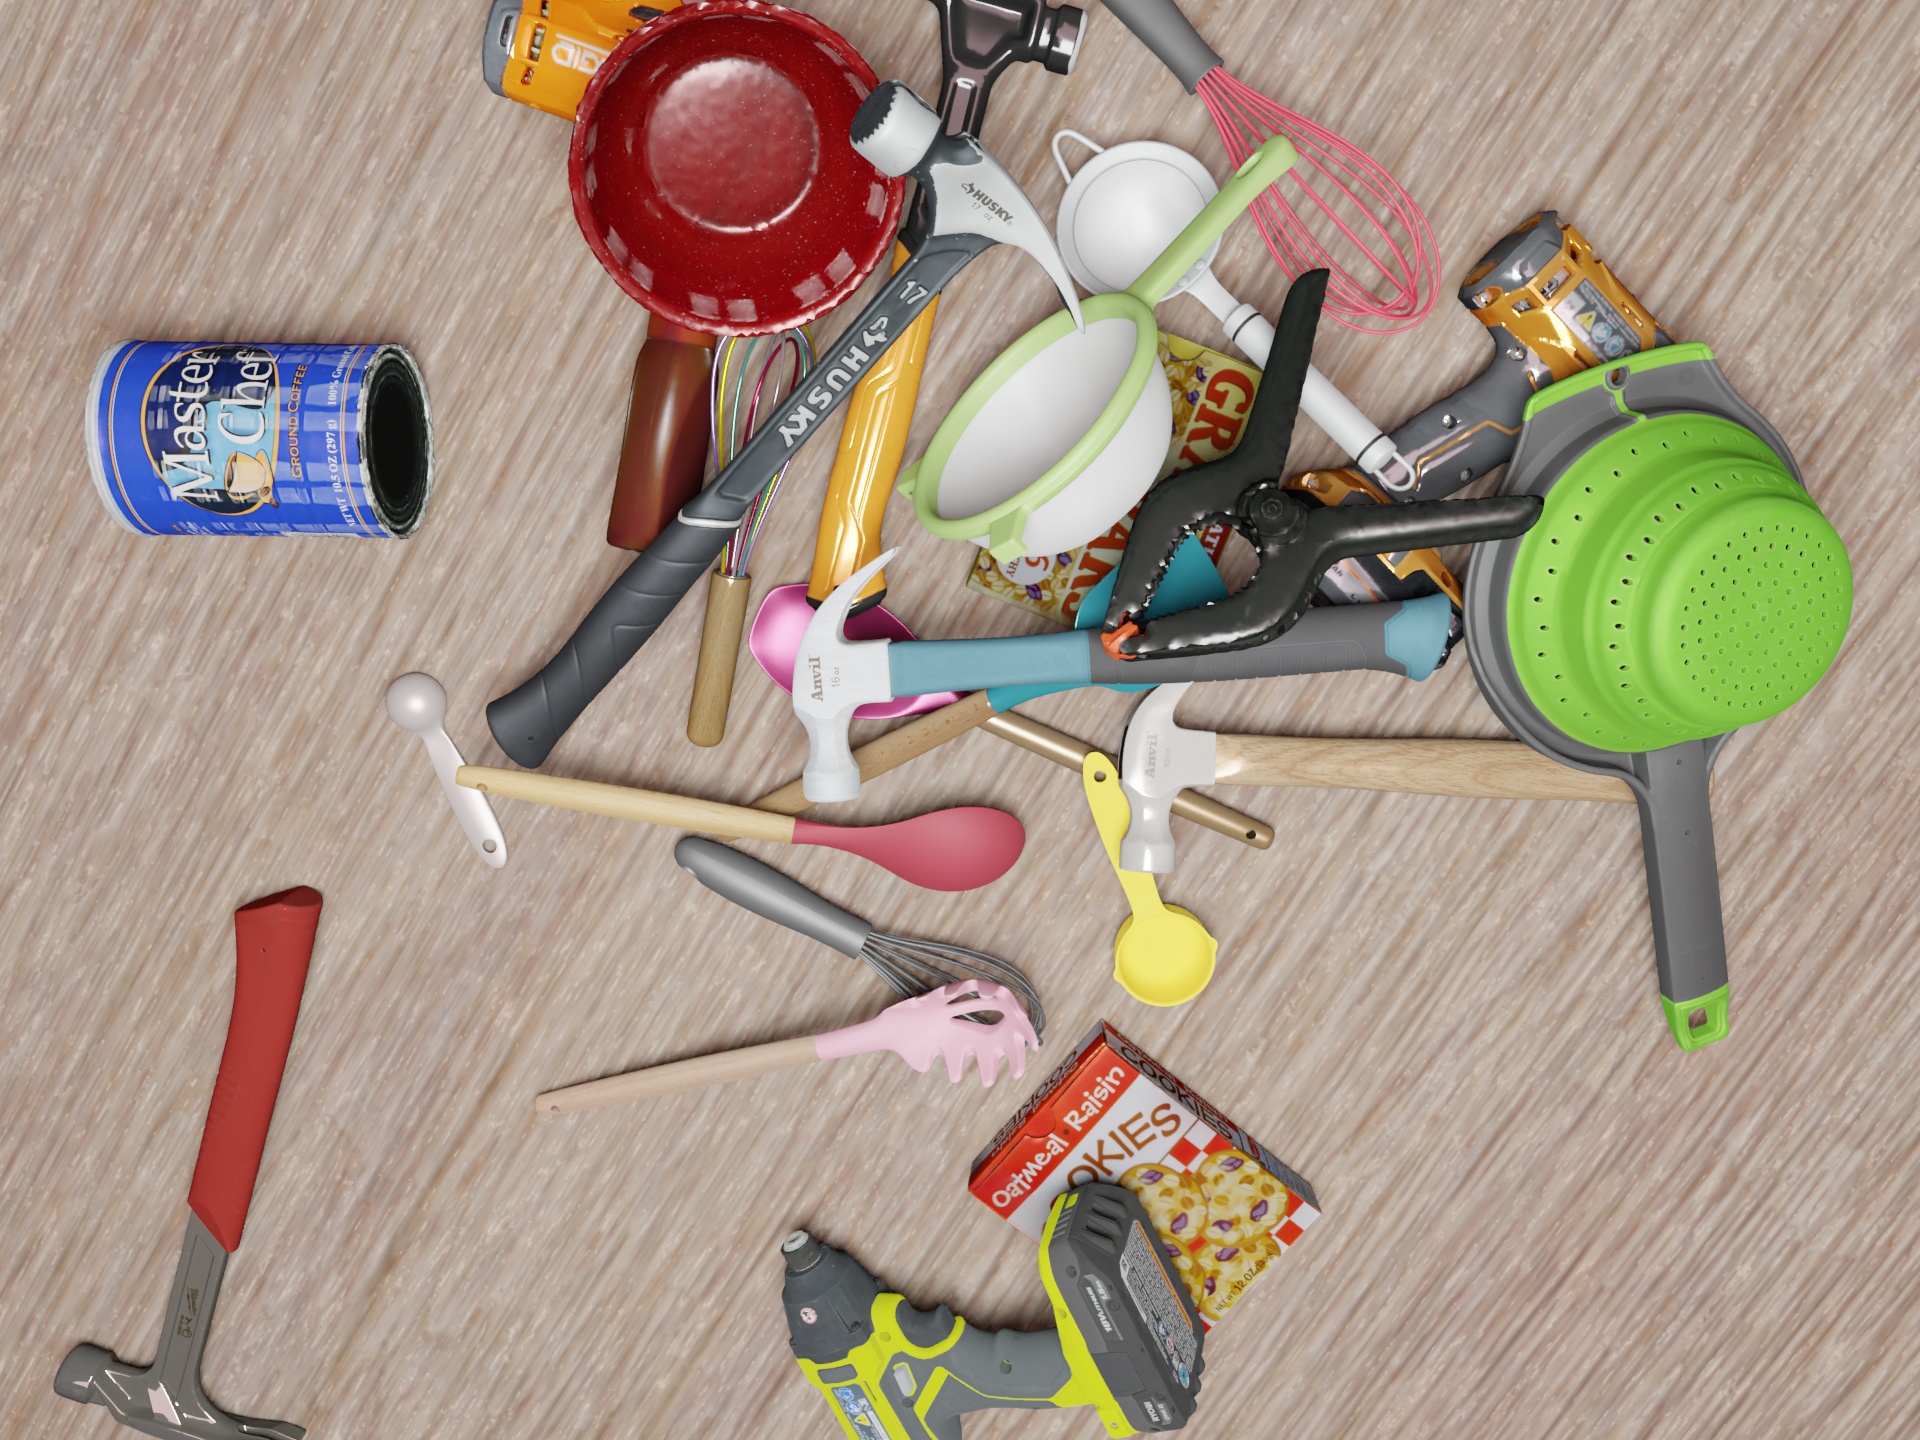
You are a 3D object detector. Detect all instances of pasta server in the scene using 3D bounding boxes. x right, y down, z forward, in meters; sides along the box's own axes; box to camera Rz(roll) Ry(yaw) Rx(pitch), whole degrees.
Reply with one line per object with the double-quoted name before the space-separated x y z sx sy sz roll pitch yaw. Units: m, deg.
"pasta server" -0.106 0.194 0.897 0.316 0.040 0.060 -15 111 17

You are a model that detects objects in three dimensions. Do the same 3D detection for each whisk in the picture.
"whisk" -0.116 -0.100 0.861 0.051 0.047 0.245 21 110 24
"whisk" 0.140 -0.317 0.819 0.073 0.073 0.296 -42 91 8
"whisk" -0.057 0.127 0.911 0.239 0.055 0.055 27 100 -1

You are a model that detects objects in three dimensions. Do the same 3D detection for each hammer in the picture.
"hammer" -0.036 -0.221 0.842 0.127 0.034 0.337 14 98 -3
"hammer" -0.428 0.271 0.948 0.149 0.037 0.359 18 101 -3
"hammer" -0.109 -0.114 0.797 0.149 0.036 0.409 28 119 -36
"hammer" 0.252 0.023 0.881 0.331 0.031 0.130 2 88 -4
"hammer" 0.079 -0.032 0.805 0.331 0.033 0.128 -4 97 4

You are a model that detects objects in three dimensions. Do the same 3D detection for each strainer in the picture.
"strainer" 0.138 -0.207 0.814 0.087 0.050 0.258 -43 75 5
"strainer" 0.088 -0.172 0.784 0.256 0.152 0.069 -47 119 1

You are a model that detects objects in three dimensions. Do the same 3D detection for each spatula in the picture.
"spatula" -0.001 -0.003 0.872 0.317 0.044 0.082 -26 107 20

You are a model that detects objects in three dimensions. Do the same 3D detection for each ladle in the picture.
"ladle" -0.118 0.055 0.879 0.315 0.031 0.069 10 132 -7

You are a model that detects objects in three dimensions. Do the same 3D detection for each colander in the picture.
"colander" 0.383 0.014 0.810 0.204 0.095 0.396 -19 110 -9

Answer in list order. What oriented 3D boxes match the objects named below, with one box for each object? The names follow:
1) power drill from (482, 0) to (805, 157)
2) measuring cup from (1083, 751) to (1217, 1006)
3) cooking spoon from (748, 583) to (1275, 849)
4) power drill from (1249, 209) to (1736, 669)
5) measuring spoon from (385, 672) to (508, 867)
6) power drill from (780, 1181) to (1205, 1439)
"power drill" -0.131 -0.401 0.795 0.164 0.084 0.226 19 105 -3
"measuring cup" 0.100 0.088 0.907 0.062 0.029 0.156 -19 100 4
"cooking spoon" 0.032 0.005 0.899 0.319 0.017 0.069 24 97 -3
"power drill" 0.290 -0.125 0.842 0.185 0.084 0.226 43 94 -9
"measuring spoon" -0.292 0.031 0.909 0.034 0.018 0.124 -24 100 5
"power drill" 0.011 0.350 0.912 0.223 0.080 0.171 -22 103 24
